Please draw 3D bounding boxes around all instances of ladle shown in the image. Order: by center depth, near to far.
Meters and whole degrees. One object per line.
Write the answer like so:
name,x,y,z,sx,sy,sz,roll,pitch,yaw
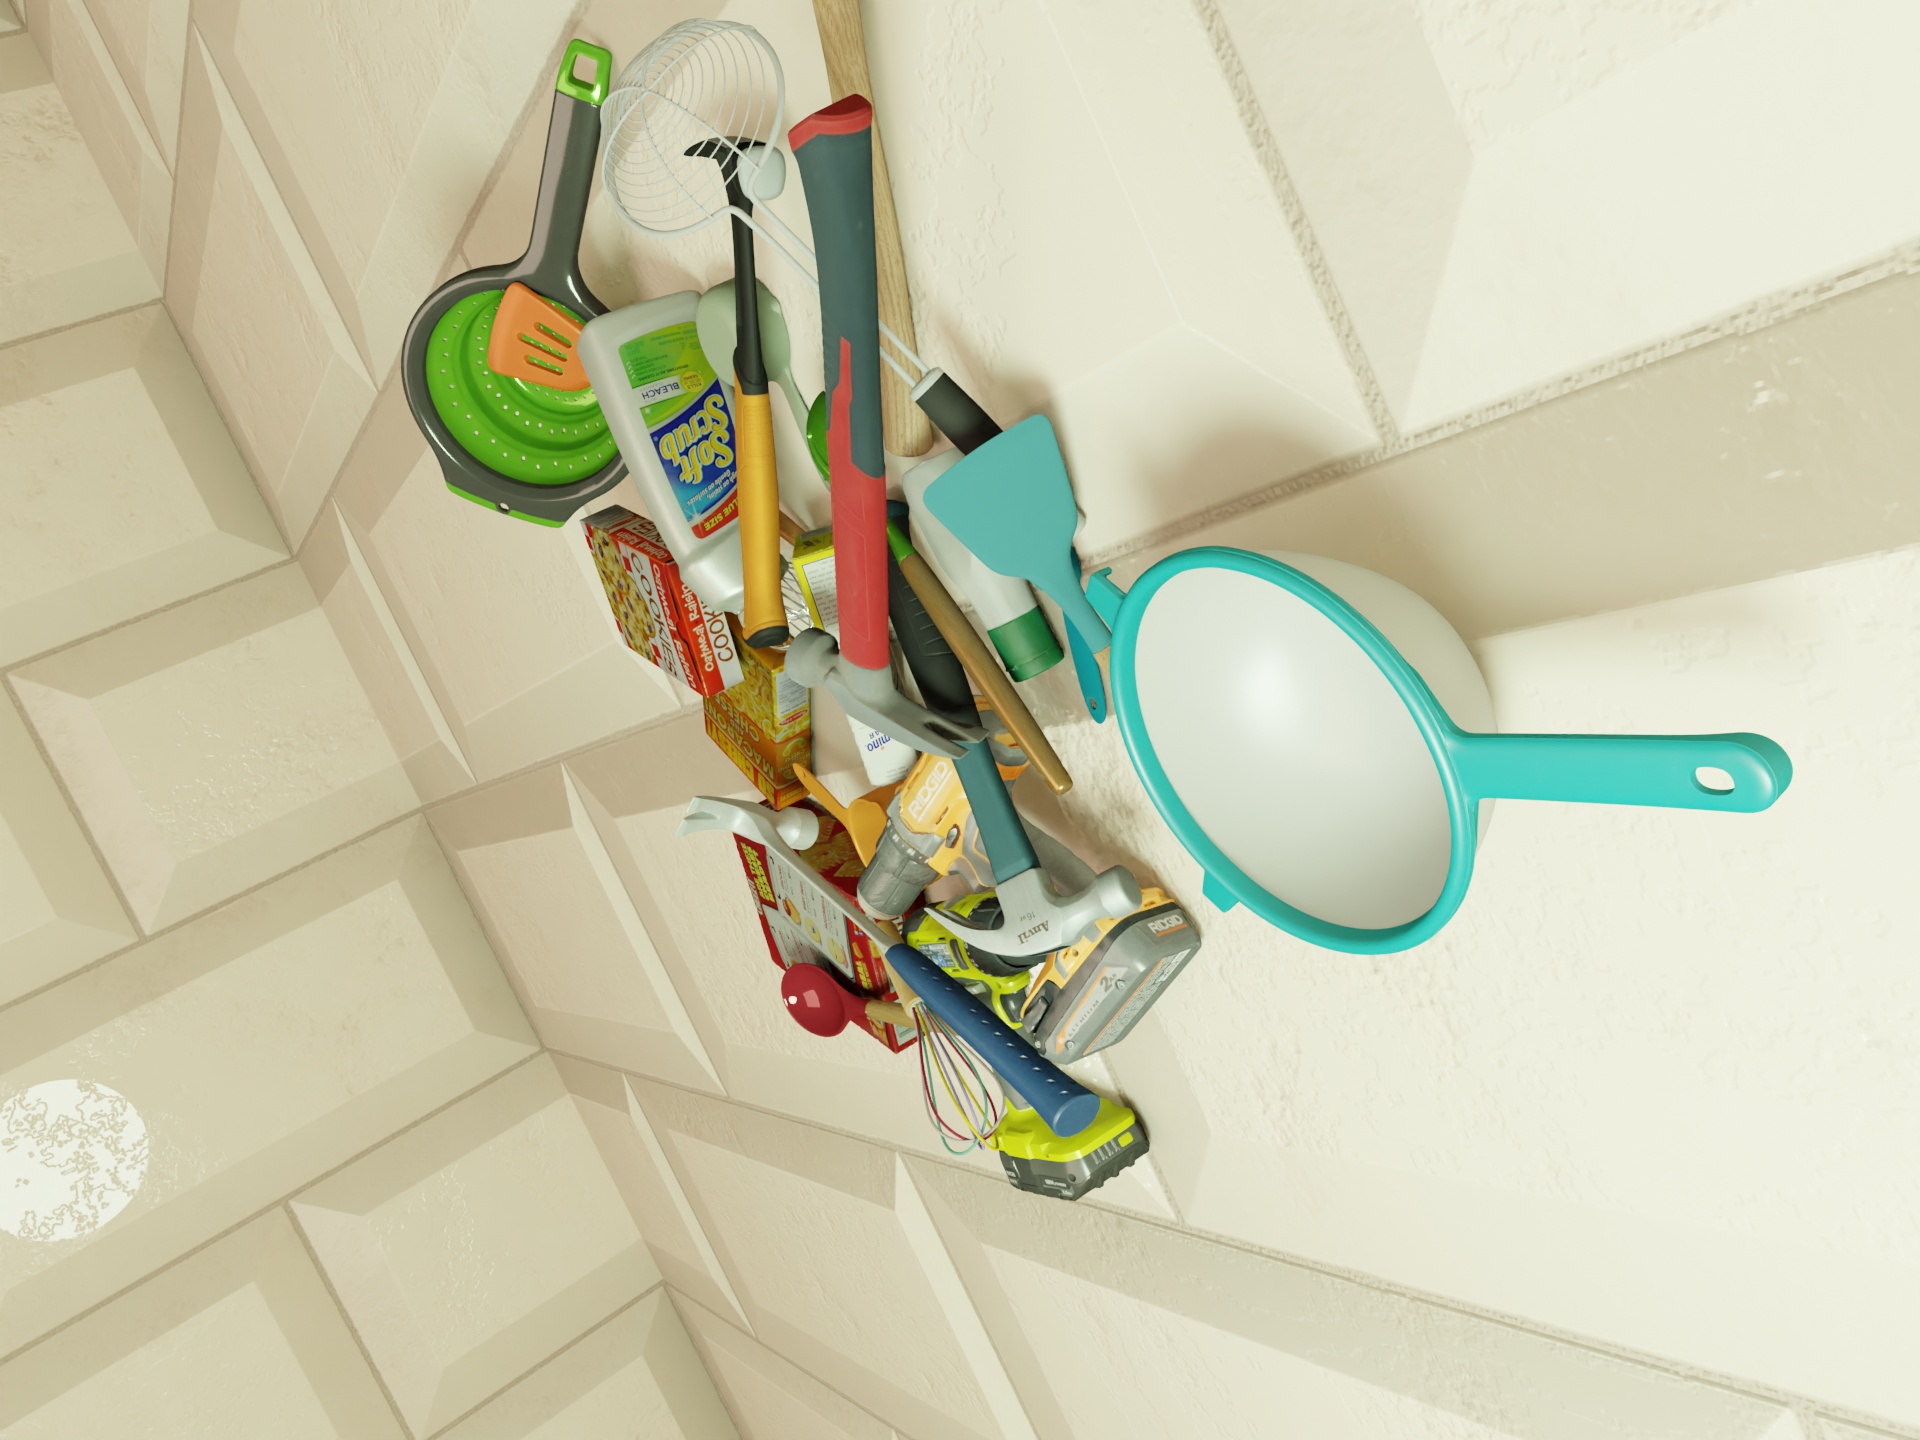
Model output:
ladle,-0.058,0.231,1.263,0.315,0.031,0.069,-6,105,57

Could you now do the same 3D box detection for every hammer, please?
hammer,-0.046,-0.145,0.883,0.143,0.038,0.386,27,138,27
hammer,-0.053,-0.310,0.924,0.130,0.031,0.331,30,139,46
hammer,-0.002,-0.003,1.019,0.128,0.033,0.331,-31,67,23
hammer,-0.141,-0.211,1.060,0.127,0.034,0.336,-137,42,-58
hammer,-0.056,0.162,1.146,0.406,0.144,0.035,36,103,39

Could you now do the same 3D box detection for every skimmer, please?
skimmer,-0.059,-0.242,0.912,0.363,0.127,0.090,44,-163,-11

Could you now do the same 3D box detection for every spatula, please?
spatula,0.096,-0.019,0.900,0.317,0.082,0.044,56,179,-6
spatula,-0.231,-0.219,1.221,0.323,0.041,0.081,39,125,12

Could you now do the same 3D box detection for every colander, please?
colander,-0.320,-0.348,1.268,0.204,0.095,0.396,19,125,-5

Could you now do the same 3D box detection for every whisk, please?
whisk,-0.022,0.225,1.153,0.051,0.047,0.245,-64,30,20
whisk,-0.182,-0.119,1.284,0.285,0.070,0.070,32,140,50

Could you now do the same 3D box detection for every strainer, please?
strainer,0.211,-0.001,0.699,0.340,0.095,0.211,1,118,56

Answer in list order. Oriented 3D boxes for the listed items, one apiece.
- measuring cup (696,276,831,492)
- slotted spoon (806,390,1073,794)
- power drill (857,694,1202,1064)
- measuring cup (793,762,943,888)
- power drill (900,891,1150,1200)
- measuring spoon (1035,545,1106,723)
measuring cup,-0.137,-0.231,1.122,0.083,0.038,0.167,-24,92,62
slotted spoon,-0.019,-0.082,0.998,0.314,0.031,0.070,56,173,19
power drill,0.030,0.121,1.061,0.226,0.084,0.185,48,122,25
measuring cup,-0.068,0.069,1.265,0.174,0.052,0.095,38,144,40
power drill,0.052,0.235,1.189,0.190,0.080,0.228,-19,96,62
measuring spoon,0.063,-0.053,0.967,0.042,0.021,0.128,11,122,56
